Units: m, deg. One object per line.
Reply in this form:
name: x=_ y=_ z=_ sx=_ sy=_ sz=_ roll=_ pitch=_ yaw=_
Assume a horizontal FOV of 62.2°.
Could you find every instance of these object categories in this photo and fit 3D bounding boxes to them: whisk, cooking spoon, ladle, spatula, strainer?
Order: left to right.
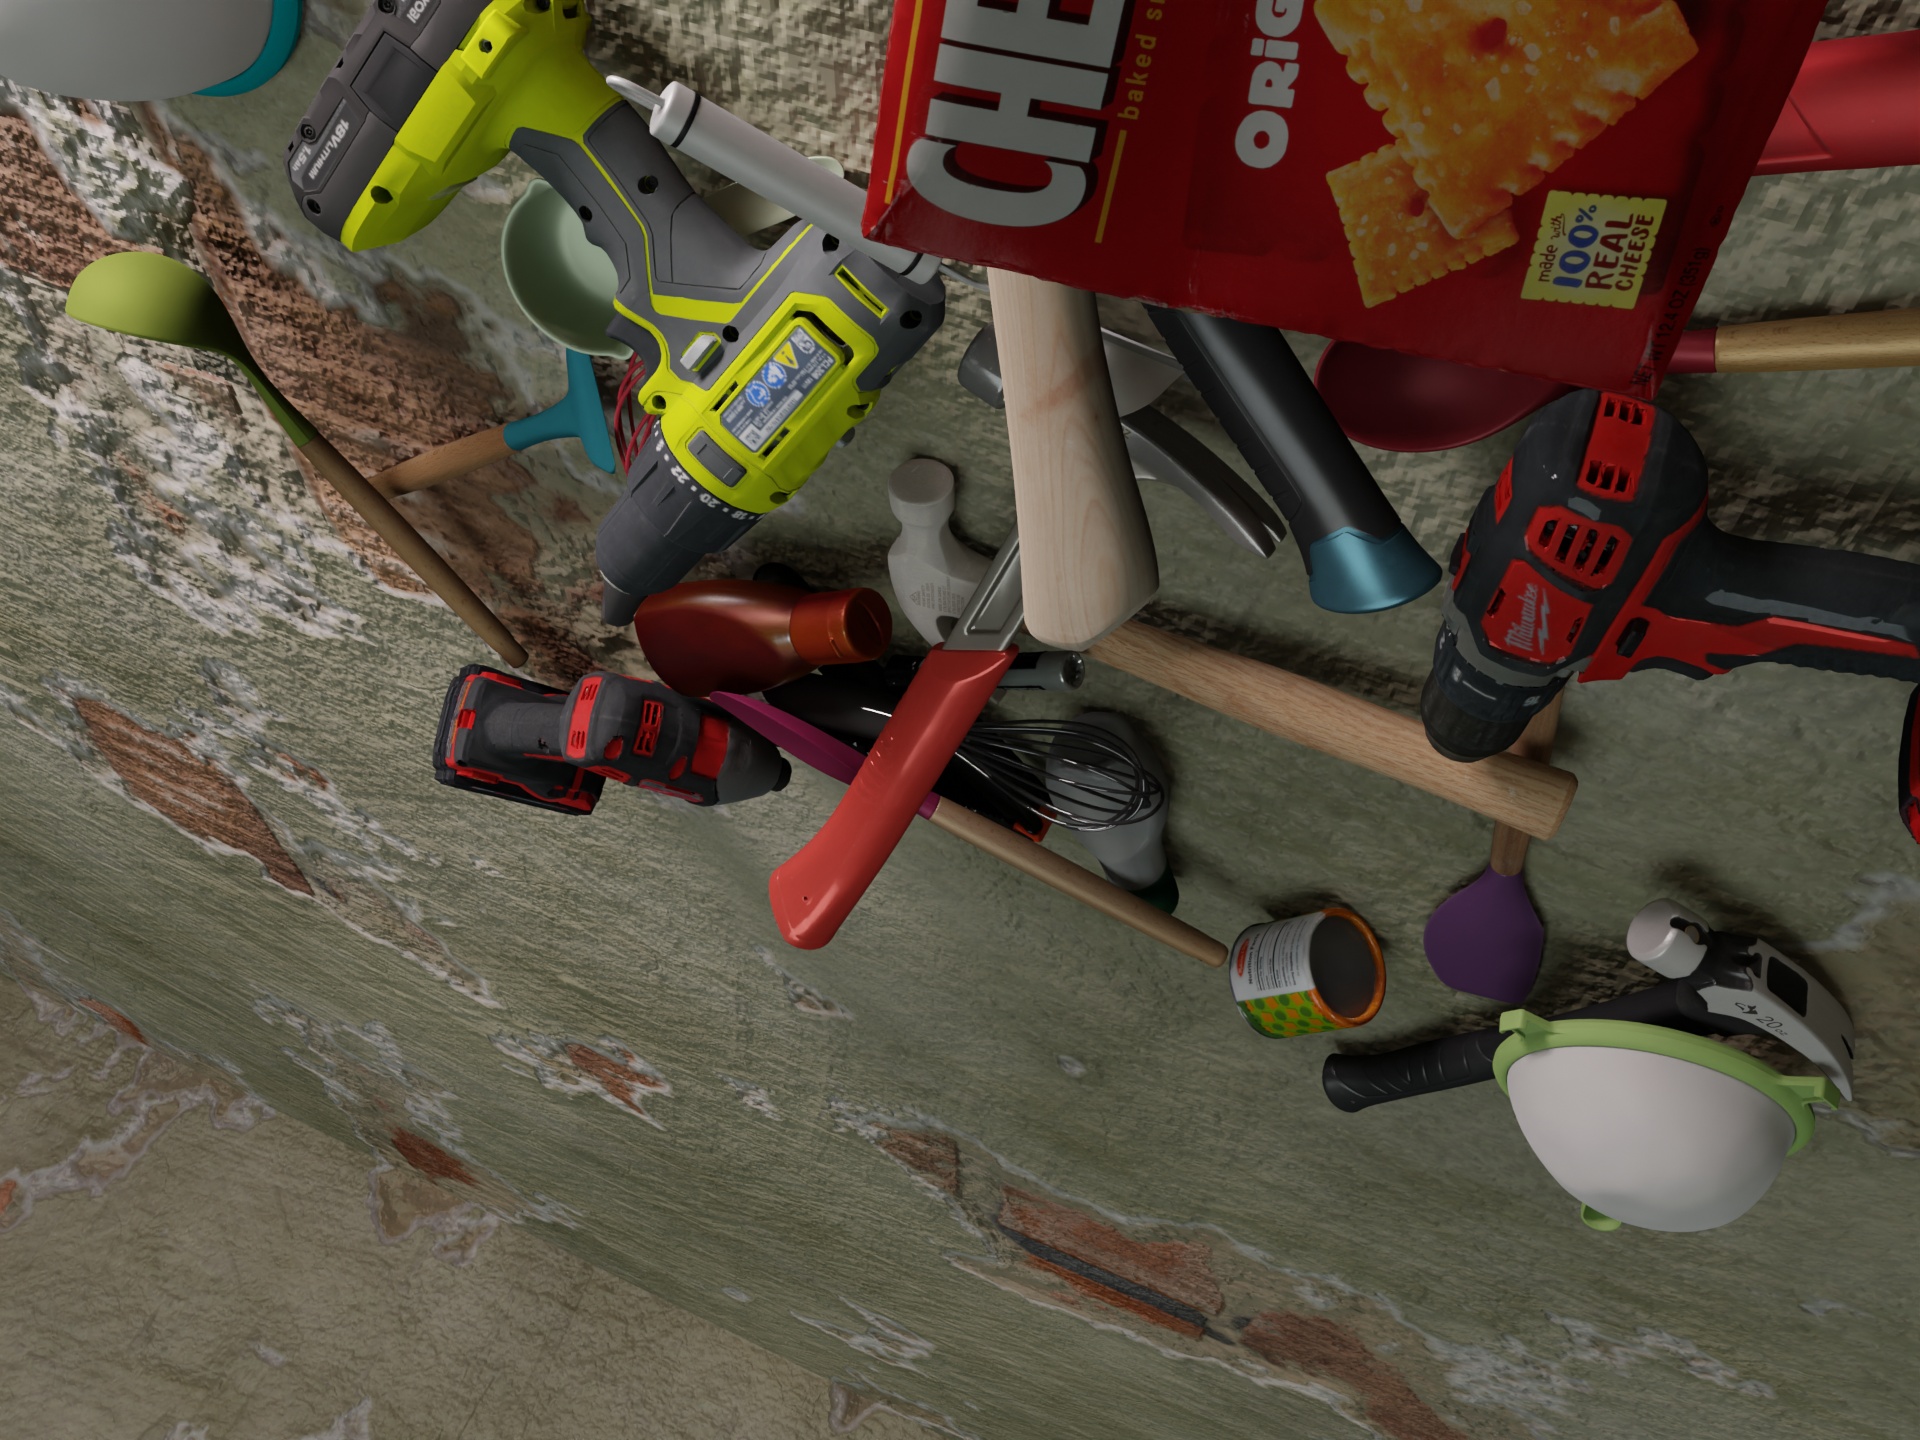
strainer: x=-0.333 y=-0.321 z=0.628 sx=0.340 sy=0.095 sz=0.210 roll=15 pitch=144 yaw=24
ladle: x=-0.362 y=-0.132 z=0.904 sx=0.078 sy=0.062 sz=0.319 roll=36 pitch=166 yaw=53
spatula: x=-0.263 y=-0.149 z=0.857 sx=0.317 sy=0.044 sz=0.082 roll=-6 pitch=100 yaw=46
whisk: x=-0.154 y=-0.113 z=0.814 sx=0.073 sy=0.073 sz=0.295 roll=33 pitch=152 yaw=-6
strainer: x=-0.008 y=-0.161 z=0.570 sx=0.258 sy=0.050 sz=0.087 roll=23 pitch=-169 yaw=-26
whisk: x=-0.007 y=0.010 z=0.814 sx=0.239 sy=0.055 sz=0.055 roll=15 pitch=145 yaw=29
cooking spoon: x=0.008 y=0.059 z=0.860 sx=0.318 sy=0.017 sz=0.069 roll=28 pitch=167 yaw=-10
spatula: x=0.260 y=0.053 z=0.756 sx=0.060 sy=0.018 sz=0.315 roll=13 pitch=145 yaw=19
strainer: x=0.350 y=0.243 z=0.837 sx=0.151 sy=0.069 sz=0.256 roll=11 pitch=148 yaw=20
ladle: x=0.269 y=-0.120 z=0.506 sx=0.315 sy=0.031 sz=0.069 roll=3 pitch=142 yaw=32

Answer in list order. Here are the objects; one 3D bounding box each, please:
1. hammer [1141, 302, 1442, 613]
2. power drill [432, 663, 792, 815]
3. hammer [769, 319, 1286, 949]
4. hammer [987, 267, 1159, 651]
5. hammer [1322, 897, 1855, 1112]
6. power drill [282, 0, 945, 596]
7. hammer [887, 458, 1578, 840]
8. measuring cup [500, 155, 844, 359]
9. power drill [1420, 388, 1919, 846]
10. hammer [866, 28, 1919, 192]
hammer: x=0.052 y=-0.173 z=0.515 sx=0.128 sy=0.033 sz=0.331 roll=-26 pitch=103 yaw=46
power drill: x=-0.211 y=0.015 z=0.961 sx=0.143 sy=0.078 sz=0.220 roll=19 pitch=167 yaw=-42
hammer: x=-0.001 y=-0.002 z=0.746 sx=0.149 sy=0.037 sz=0.359 roll=37 pitch=129 yaw=6
hammer: x=0.010 y=-0.208 z=0.466 sx=0.146 sy=0.038 sz=0.410 roll=11 pitch=125 yaw=27
hammer: x=0.312 y=0.178 z=0.862 sx=0.146 sy=0.035 sz=0.334 roll=29 pitch=150 yaw=-13
power drill: x=-0.145 y=-0.173 z=0.635 sx=0.228 sy=0.080 sz=0.190 roll=42 pitch=118 yaw=-11
hammer: x=0.115 y=-0.019 z=0.738 sx=0.331 sy=0.031 sz=0.130 roll=22 pitch=148 yaw=18
measuring cup: x=-0.118 y=-0.211 z=0.677 sx=0.167 sy=0.038 sz=0.083 roll=-13 pitch=119 yaw=24
power drill: x=0.284 y=-0.016 z=0.573 sx=0.227 sy=0.080 sz=0.187 roll=19 pitch=150 yaw=11
hammer: x=0.138 y=-0.169 z=0.512 sx=0.386 sy=0.038 sz=0.143 roll=7 pitch=131 yaw=33
